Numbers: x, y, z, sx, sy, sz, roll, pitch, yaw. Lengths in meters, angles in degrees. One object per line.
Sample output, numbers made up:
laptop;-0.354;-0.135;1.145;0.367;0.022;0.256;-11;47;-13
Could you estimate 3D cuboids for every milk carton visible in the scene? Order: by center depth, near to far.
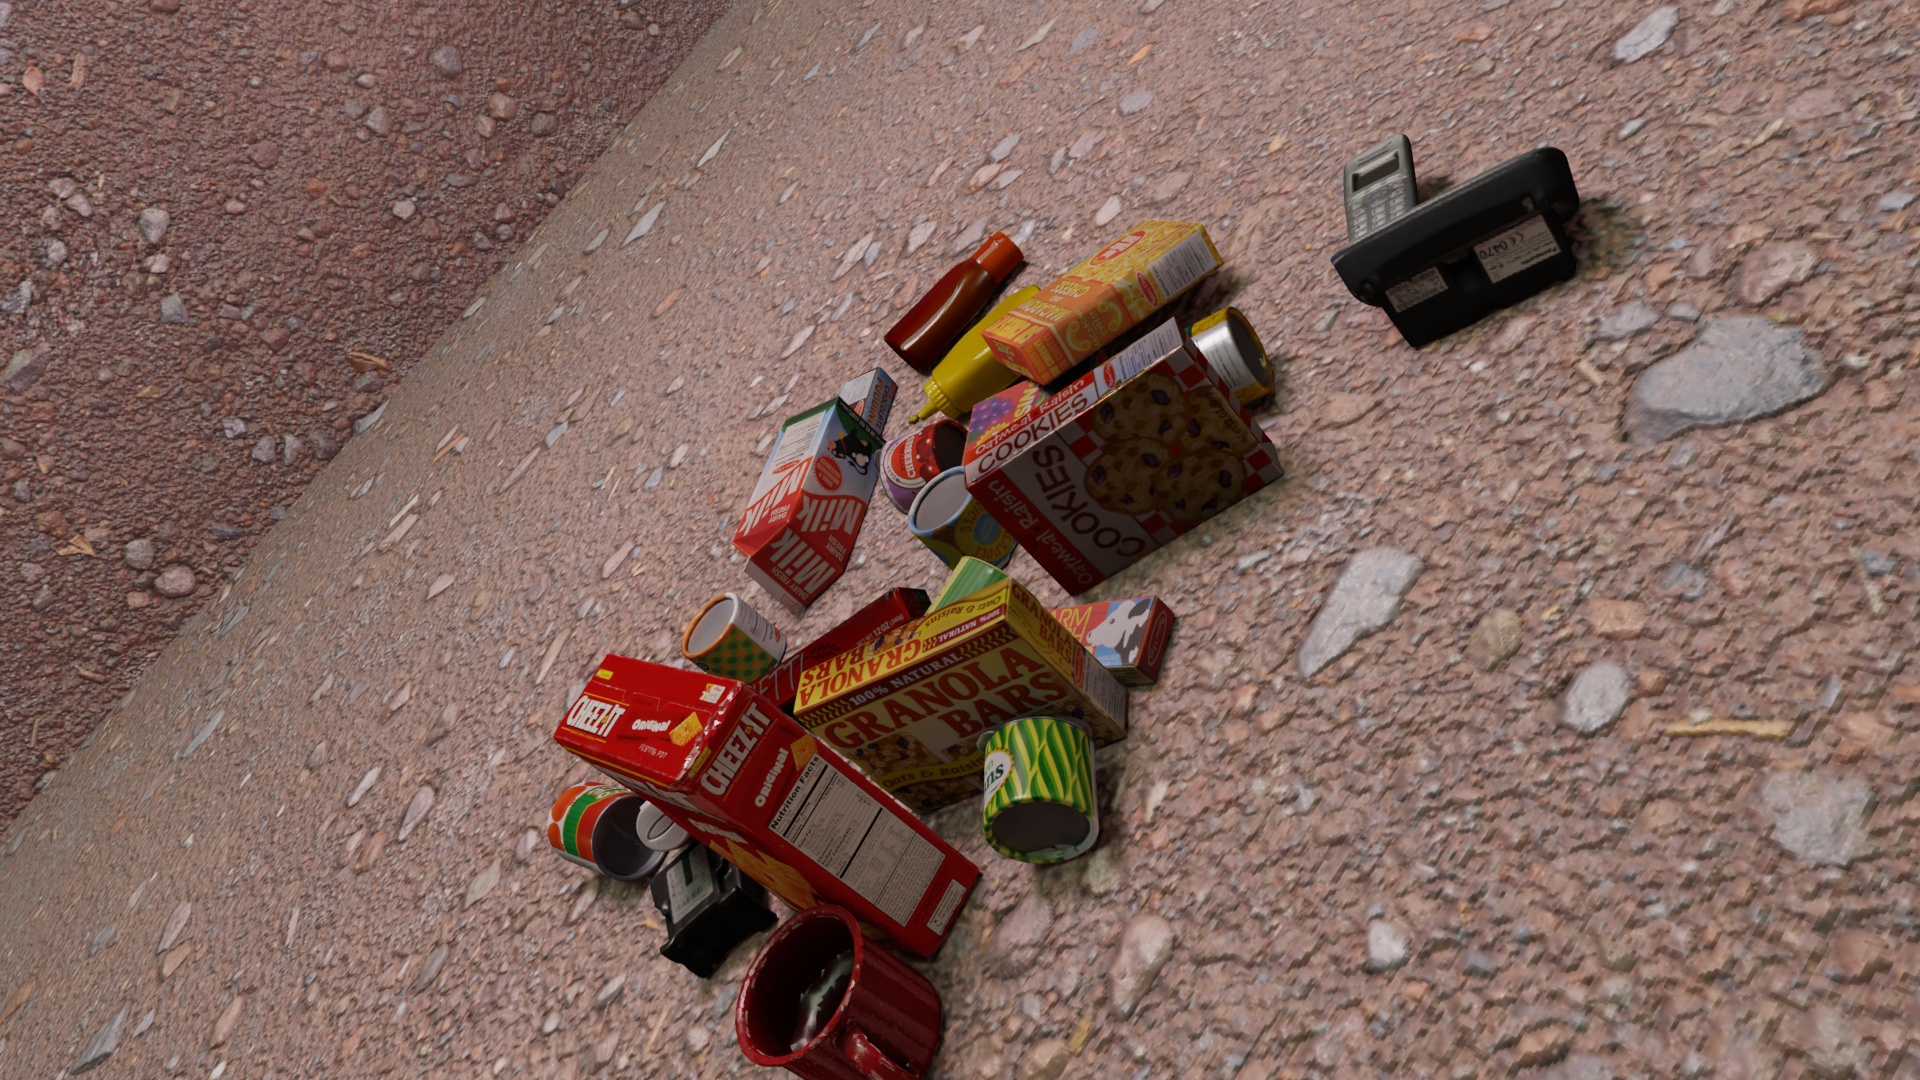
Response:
milk carton;-0.134;-0.027;1.203;0.073;0.072;0.191;-19;39;37

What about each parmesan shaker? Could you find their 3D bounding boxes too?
parmesan shaker;0.001;0.072;0.942;0.071;0.071;0.103;12;64;54

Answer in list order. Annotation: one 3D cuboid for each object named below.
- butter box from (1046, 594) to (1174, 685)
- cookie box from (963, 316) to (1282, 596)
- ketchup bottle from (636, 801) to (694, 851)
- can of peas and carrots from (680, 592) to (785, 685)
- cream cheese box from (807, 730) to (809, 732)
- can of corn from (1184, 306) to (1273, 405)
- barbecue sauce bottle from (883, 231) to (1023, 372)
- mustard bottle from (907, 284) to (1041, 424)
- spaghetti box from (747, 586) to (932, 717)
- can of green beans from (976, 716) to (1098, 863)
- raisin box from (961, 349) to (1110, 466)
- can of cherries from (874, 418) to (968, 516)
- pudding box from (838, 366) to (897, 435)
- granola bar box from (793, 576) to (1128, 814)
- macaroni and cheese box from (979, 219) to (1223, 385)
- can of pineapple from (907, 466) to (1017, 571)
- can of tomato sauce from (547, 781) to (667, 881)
butter box;0.083;0.067;0.887;0.103;0.024;0.053;-11;46;43
cookie box;0.104;-0.049;0.901;0.167;0.122;0.040;-32;33;21
ketchup bottle;-0.201;0.193;0.990;0.065;0.043;0.148;-45;-1;-6
can of peas and carrots;-0.190;0.087;1.151;0.071;0.058;0.071;-31;34;24
cream cheese box;-0.165;0.146;1.027;0.104;0.024;0.053;22;97;25
can of corn;0.175;-0.120;0.956;0.058;0.071;0.071;-25;37;29
barbecue sauce bottle;-0.004;-0.226;1.307;0.148;0.043;0.065;-46;32;-1
mustard bottle;0.018;-0.150;1.188;0.160;0.048;0.065;-39;32;12
spaghetti box;-0.128;0.111;1.055;0.249;0.050;0.029;-34;72;19
can of green beans;0.046;0.145;0.802;0.071;0.071;0.058;-29;36;26
raisin box;0.063;-0.089;1.075;0.123;0.040;0.086;-23;38;31
can of cherries;-0.025;-0.059;1.112;0.058;0.071;0.072;-20;40;35
pudding box;-0.095;-0.119;1.302;0.049;0.030;0.084;-19;41;35
granola bar box;0.000;0.100;0.851;0.165;0.124;0.039;-26;35;29
macaroni and cheese box;0.107;-0.188;1.086;0.166;0.040;0.124;-35;19;-3
can of pineapple;0.004;-0.013;1.039;0.071;0.057;0.071;-30;35;24
can of tomato sauce;-0.275;0.224;1.085;0.083;0.071;0.071;-2;52;50
